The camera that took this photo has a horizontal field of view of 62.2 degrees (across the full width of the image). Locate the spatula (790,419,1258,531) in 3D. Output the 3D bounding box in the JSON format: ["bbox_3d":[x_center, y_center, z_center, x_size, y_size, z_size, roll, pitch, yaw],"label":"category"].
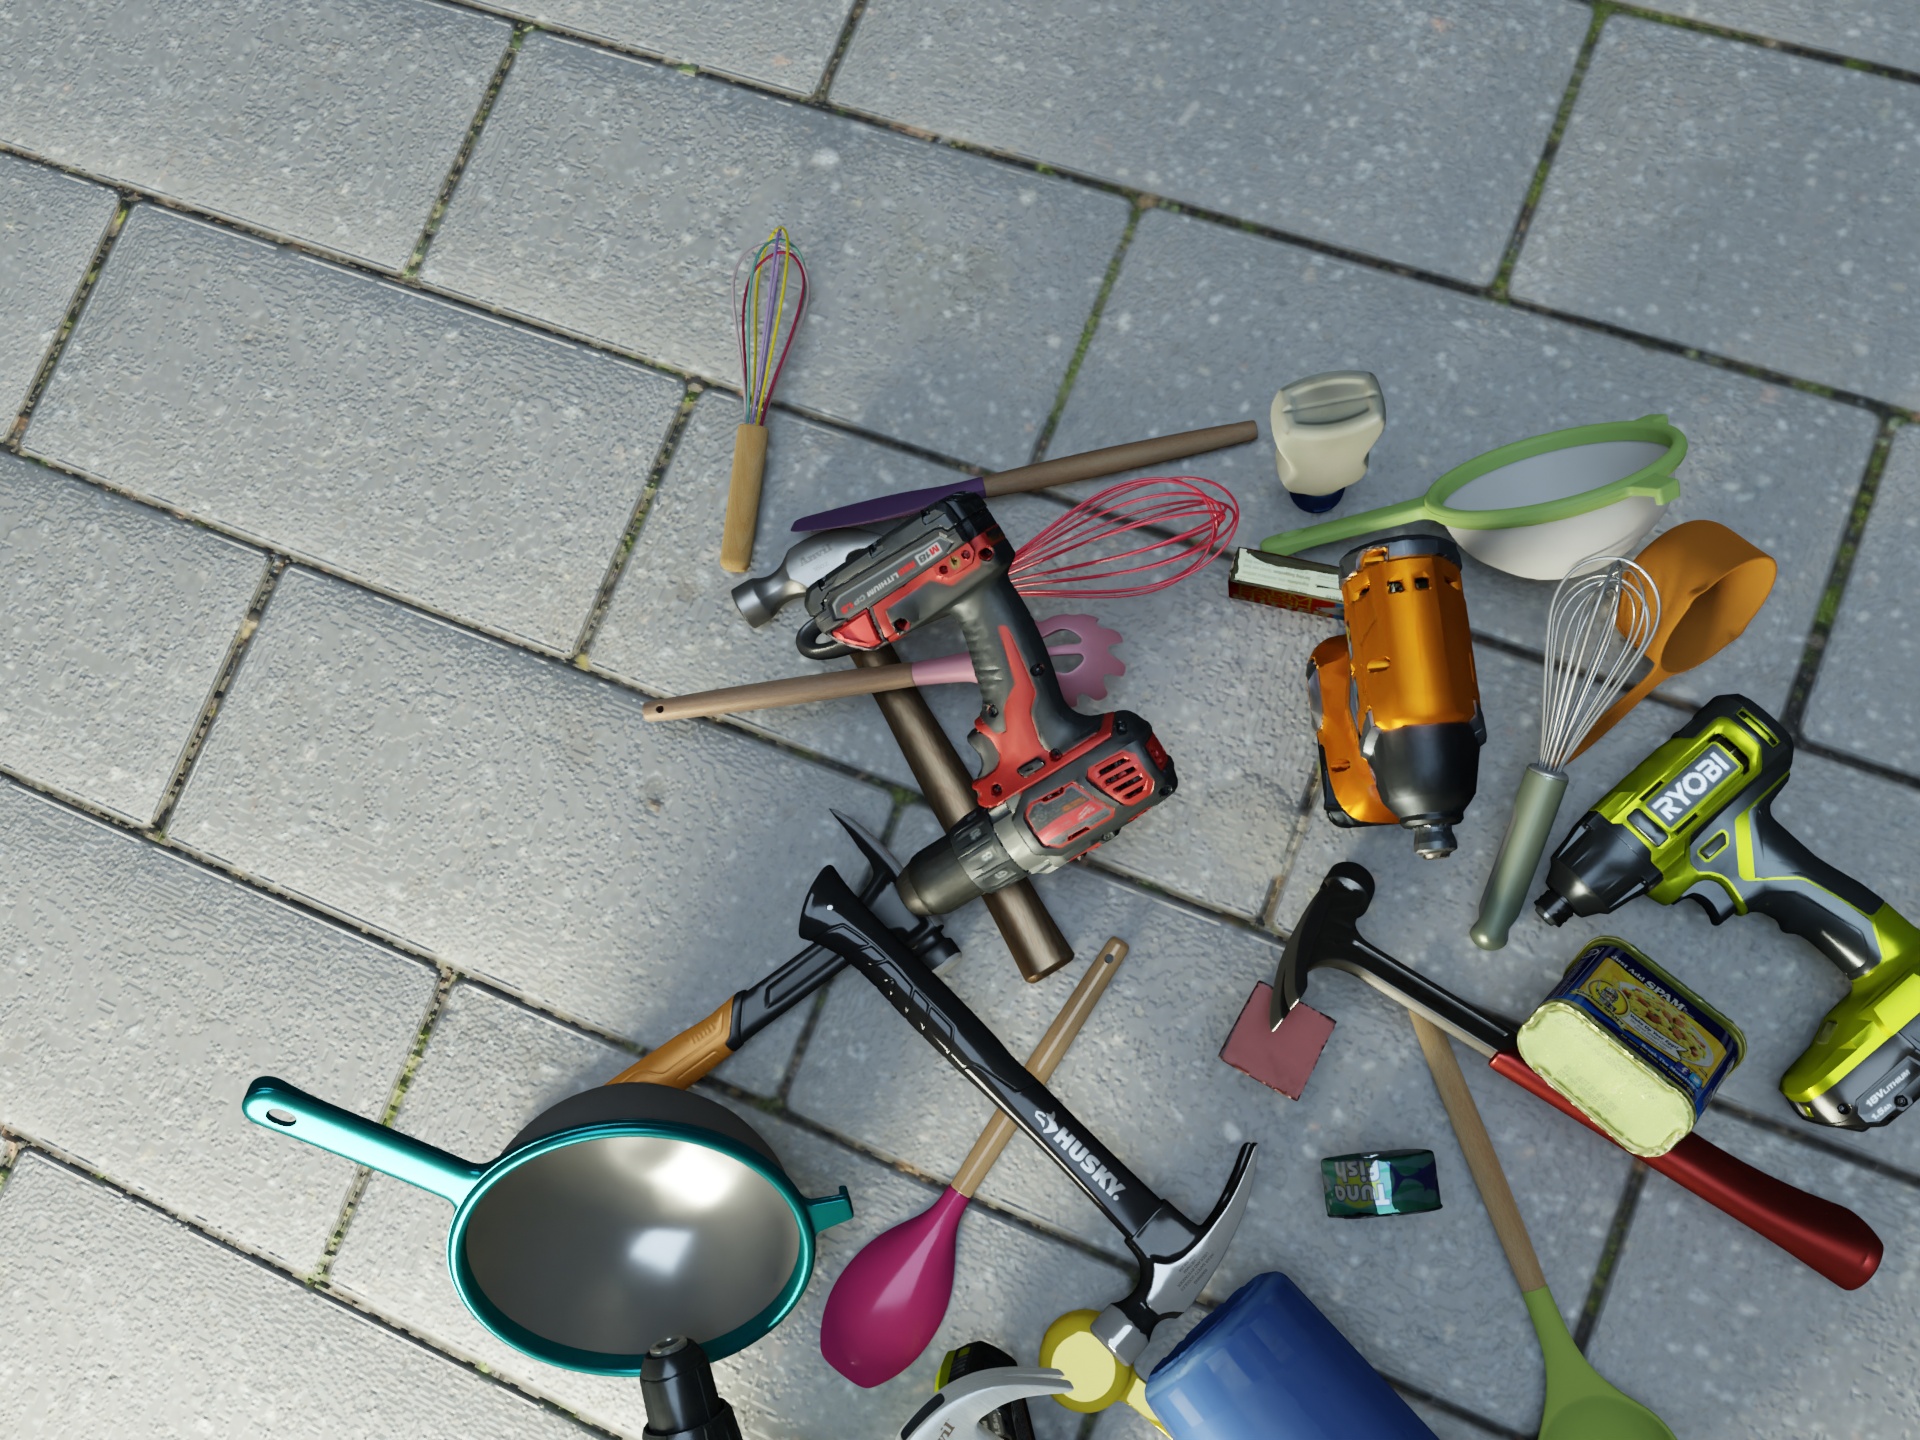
[{"bbox_3d":[0.041,-0.160,1.057,0.316,0.060,0.018,-12,109,3],"label":"spatula"}]

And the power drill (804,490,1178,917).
[{"bbox_3d":[-0.002,-0.003,0.959,0.188,0.080,0.226,-32,95,16],"label":"power drill"}]

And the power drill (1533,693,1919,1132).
[{"bbox_3d":[0.462,0.118,0.917,0.171,0.080,0.223,-43,72,4],"label":"power drill"}]

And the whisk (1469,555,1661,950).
[{"bbox_3d":[0.348,0.023,0.937,0.059,0.058,0.246,20,104,19],"label":"whisk"}]

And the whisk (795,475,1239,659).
[{"bbox_3d":[0.031,-0.090,1.004,0.296,0.073,0.073,-17,77,13],"label":"whisk"}]

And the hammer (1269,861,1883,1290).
[{"bbox_3d":[0.347,0.215,0.903,0.359,0.149,0.036,32,126,8],"label":"hammer"}]

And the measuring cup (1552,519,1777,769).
[{"bbox_3d":[0.408,-0.047,0.964,0.173,0.095,0.052,-50,53,20],"label":"measuring cup"}]

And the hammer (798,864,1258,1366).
[{"bbox_3d":[0.029,0.212,0.962,0.335,0.035,0.146,44,77,9],"label":"hammer"}]

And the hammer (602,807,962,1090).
[{"bbox_3d":[-0.167,0.201,1.025,0.337,0.034,0.127,-37,77,1],"label":"hammer"}]

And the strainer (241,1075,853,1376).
[{"bbox_3d":[-0.246,0.260,0.937,0.340,0.095,0.211,30,113,-20],"label":"strainer"}]

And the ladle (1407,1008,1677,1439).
[{"bbox_3d":[0.321,0.301,0.915,0.078,0.062,0.320,-20,74,5],"label":"ladle"}]

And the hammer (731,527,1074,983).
[{"bbox_3d":[-0.020,0.017,1.037,0.130,0.031,0.331,-31,76,3],"label":"hammer"}]

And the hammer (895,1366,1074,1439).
[{"bbox_3d":[0.105,0.475,0.872,0.331,0.033,0.128,37,80,-7],"label":"hammer"}]

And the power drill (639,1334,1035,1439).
[{"bbox_3d":[-0.073,0.442,0.929,0.228,0.080,0.190,-13,89,6],"label":"power drill"}]

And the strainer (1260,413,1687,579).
[{"bbox_3d":[0.317,-0.113,0.983,0.256,0.151,0.069,-13,110,26],"label":"strainer"}]

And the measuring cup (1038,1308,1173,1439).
[{"bbox_3d":[0.115,0.409,0.940,0.156,0.029,0.062,31,86,16],"label":"measuring cup"}]

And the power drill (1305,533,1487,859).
[{"bbox_3d":[0.246,0.004,0.894,0.084,0.226,0.164,-6,79,8],"label":"power drill"}]

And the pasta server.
[{"bbox_3d":[-0.053,-0.025,1.023,0.316,0.040,0.060,-8,79,12],"label":"pasta server"}]

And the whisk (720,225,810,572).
[{"bbox_3d":[-0.141,-0.223,1.103,0.047,0.051,0.245,4,84,31],"label":"whisk"}]

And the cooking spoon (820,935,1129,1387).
[{"bbox_3d":[0.014,0.271,0.990,0.069,0.017,0.319,33,86,12],"label":"cooking spoon"}]
